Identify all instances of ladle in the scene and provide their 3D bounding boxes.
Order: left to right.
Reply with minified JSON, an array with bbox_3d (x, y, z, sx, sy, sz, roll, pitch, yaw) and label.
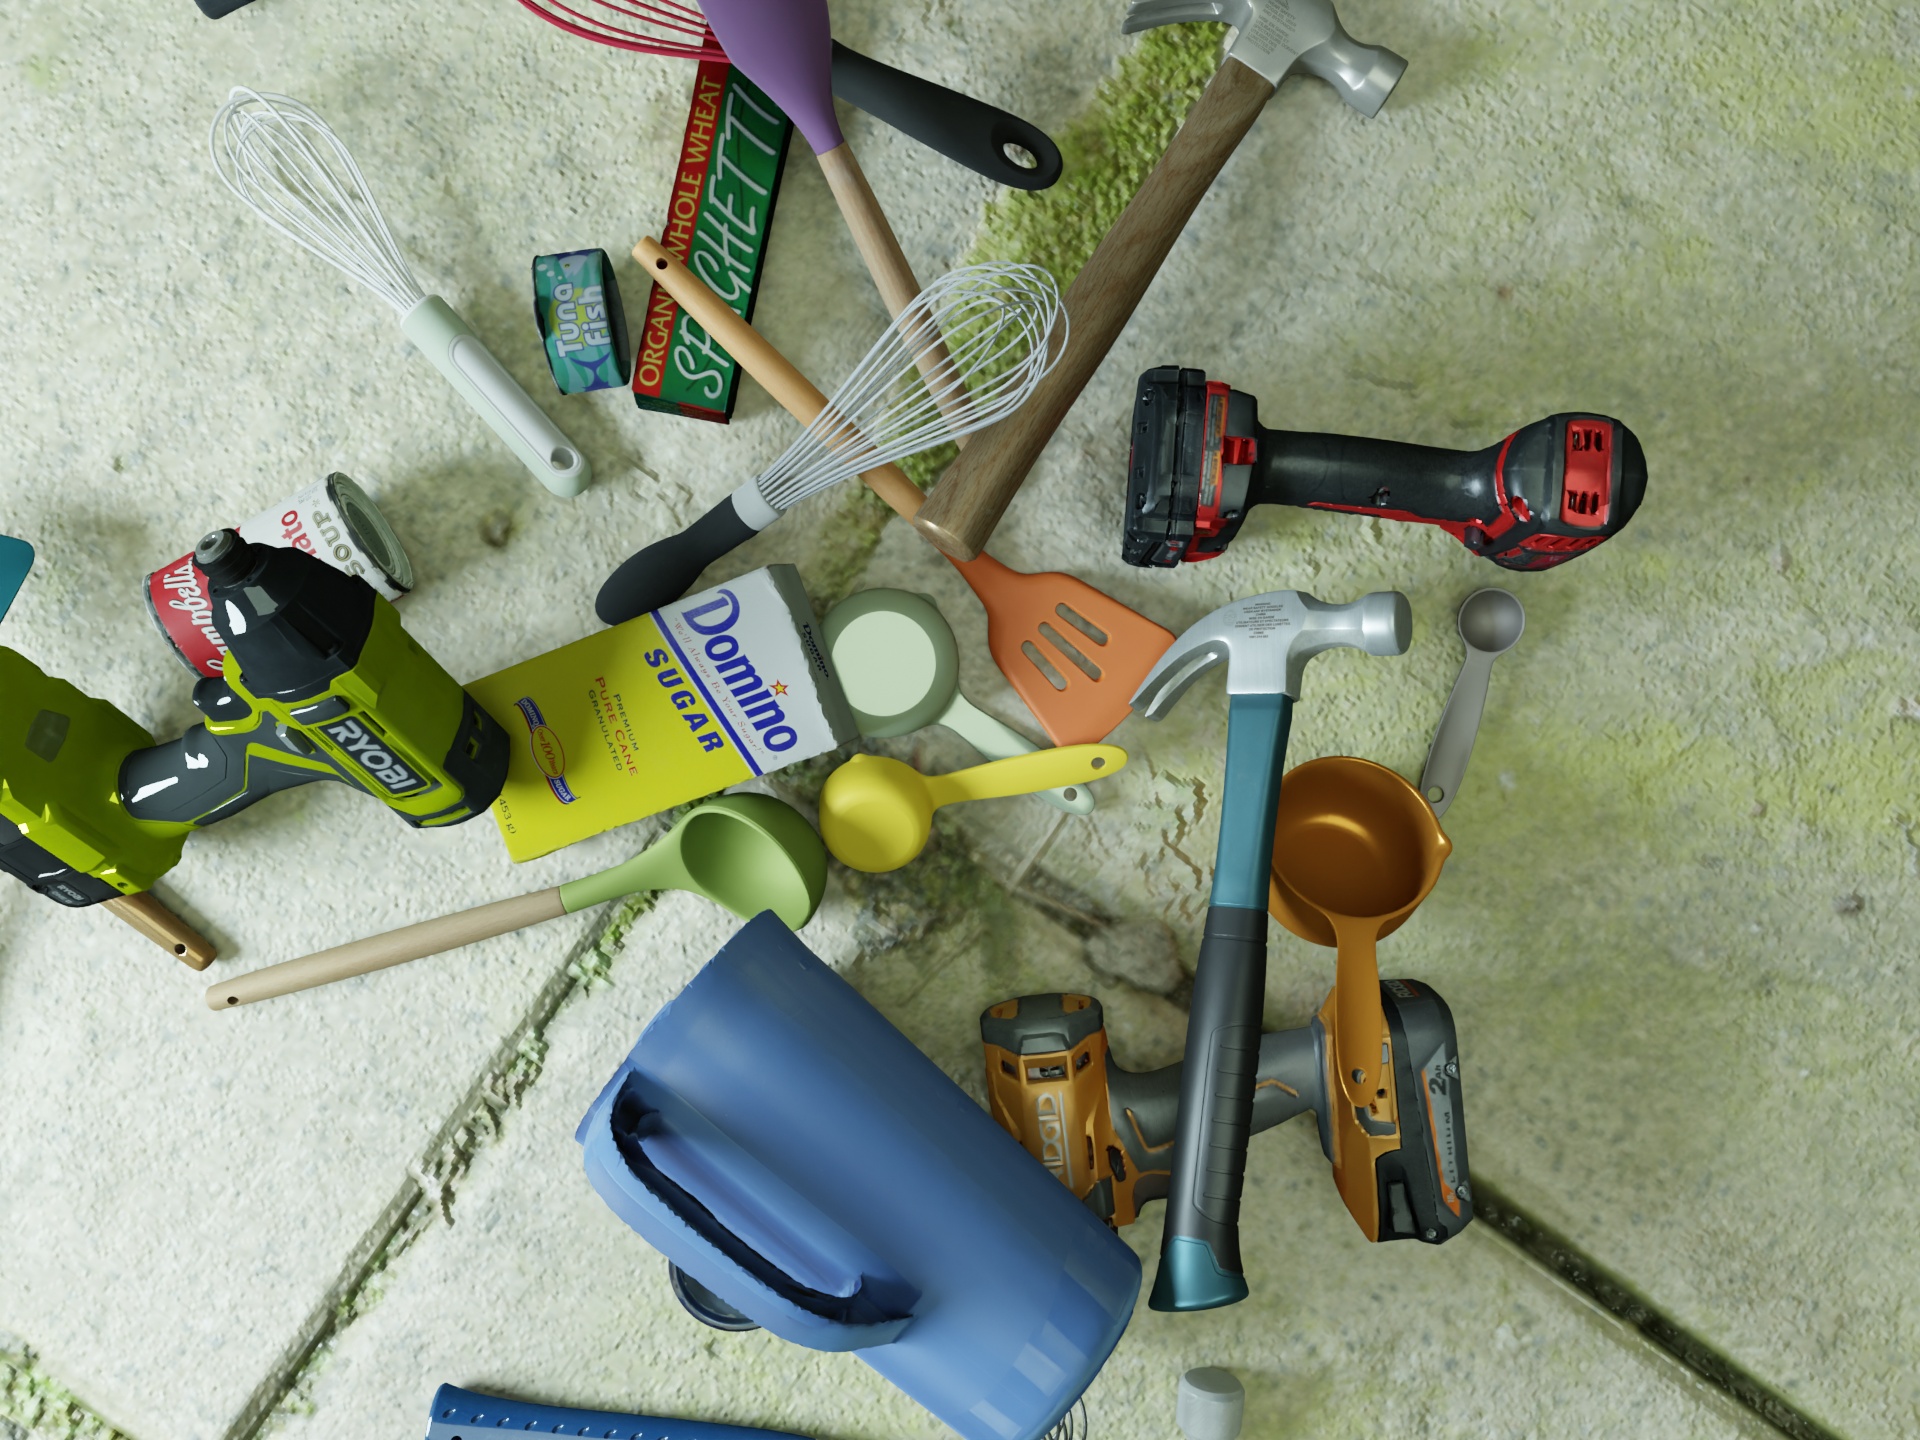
[{"bbox_3d":[-0.220,0.102,0.780,0.320,0.062,0.078,-16,122,2],"label":"ladle"}]

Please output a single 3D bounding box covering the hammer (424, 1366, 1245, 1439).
[{"bbox_3d":[-0.064,0.385,0.805,0.405,0.035,0.144,7,92,-2],"label":"hammer"}]

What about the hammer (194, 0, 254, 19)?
[{"bbox_3d":[-0.173,-0.414,0.755,0.409,0.036,0.149,-18,73,3],"label":"hammer"}]

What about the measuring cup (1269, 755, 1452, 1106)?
[{"bbox_3d":[0.182,0.104,0.758,0.095,0.052,0.174,6,62,0],"label":"measuring cup"}]

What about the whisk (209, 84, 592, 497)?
[{"bbox_3d":[-0.267,-0.205,0.770,0.246,0.059,0.058,48,63,-7],"label":"whisk"}]

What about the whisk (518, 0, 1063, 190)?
[{"bbox_3d":[-0.081,-0.313,0.735,0.295,0.073,0.073,18,92,-22],"label":"whisk"}]

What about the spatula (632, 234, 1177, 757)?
[{"bbox_3d":[-0.033,-0.116,0.770,0.322,0.041,0.081,43,91,-12],"label":"spatula"}]

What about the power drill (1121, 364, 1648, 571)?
[{"bbox_3d":[0.189,-0.109,0.746,0.219,0.143,0.078,5,88,5],"label":"power drill"}]

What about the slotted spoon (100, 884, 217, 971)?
[{"bbox_3d":[-0.495,0.022,0.782,0.313,0.031,0.070,39,96,-4],"label":"slotted spoon"}]

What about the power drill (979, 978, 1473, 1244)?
[{"bbox_3d":[0.128,0.222,0.784,0.226,0.084,0.185,-6,93,3],"label":"power drill"}]

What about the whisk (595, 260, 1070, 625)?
[{"bbox_3d":[-0.069,-0.116,0.732,0.284,0.070,0.070,-31,93,26],"label":"whisk"}]

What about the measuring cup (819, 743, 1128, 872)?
[{"bbox_3d":[0.006,0.038,0.776,0.156,0.029,0.062,-12,119,9],"label":"measuring cup"}]

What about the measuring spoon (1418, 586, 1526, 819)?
[{"bbox_3d":[0.255,-0.008,0.811,0.034,0.018,0.124,15,99,-2],"label":"measuring spoon"}]

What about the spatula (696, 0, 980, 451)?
[{"bbox_3d":[-0.046,-0.240,0.733,0.060,0.018,0.315,-34,115,-14],"label":"spatula"}]

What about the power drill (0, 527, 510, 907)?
[{"bbox_3d":[-0.339,0.000,0.704,0.223,0.171,0.080,-15,49,15],"label":"power drill"}]

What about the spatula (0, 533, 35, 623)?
[{"bbox_3d":[-0.498,0.065,0.767,0.082,0.044,0.317,8,104,-3],"label":"spatula"}]

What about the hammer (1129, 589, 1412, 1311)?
[{"bbox_3d":[0.127,0.100,0.726,0.128,0.033,0.331,1,75,33],"label":"hammer"}]

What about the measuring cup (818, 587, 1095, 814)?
[{"bbox_3d":[-0.001,-0.003,0.788,0.167,0.038,0.083,35,91,-1],"label":"measuring cup"}]

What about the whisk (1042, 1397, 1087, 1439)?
[{"bbox_3d":[-0.025,0.266,0.781,0.055,0.055,0.239,-41,79,0],"label":"whisk"}]

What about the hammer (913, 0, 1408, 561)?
[{"bbox_3d":[0.078,-0.222,0.765,0.130,0.031,0.331,33,83,0],"label":"hammer"}]
